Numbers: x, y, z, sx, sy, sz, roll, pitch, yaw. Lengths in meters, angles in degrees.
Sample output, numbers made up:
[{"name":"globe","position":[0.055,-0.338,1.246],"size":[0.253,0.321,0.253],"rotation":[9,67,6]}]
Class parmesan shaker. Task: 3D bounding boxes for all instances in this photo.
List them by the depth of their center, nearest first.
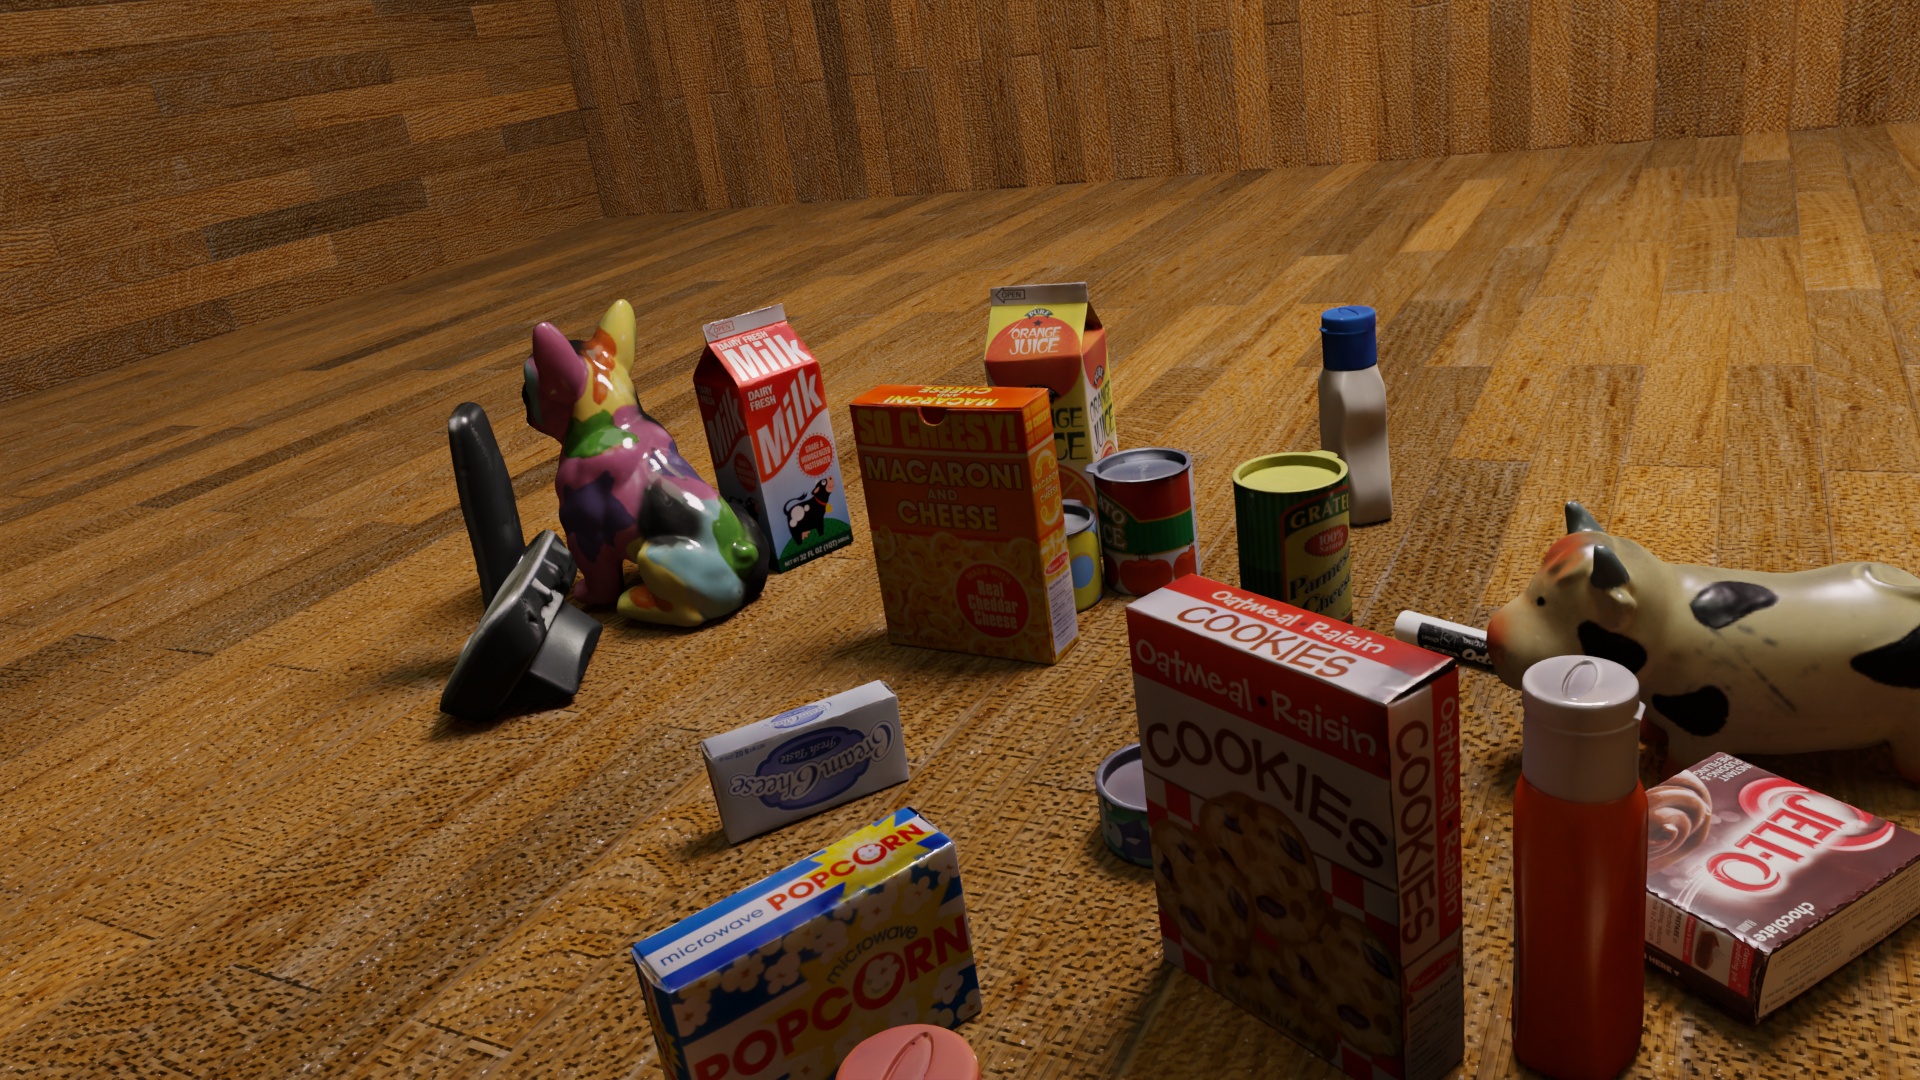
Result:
[{"name":"parmesan shaker","position":[0.201,0.005,0.830],"size":[0.071,0.102,0.071],"rotation":[-8,21,3]}]

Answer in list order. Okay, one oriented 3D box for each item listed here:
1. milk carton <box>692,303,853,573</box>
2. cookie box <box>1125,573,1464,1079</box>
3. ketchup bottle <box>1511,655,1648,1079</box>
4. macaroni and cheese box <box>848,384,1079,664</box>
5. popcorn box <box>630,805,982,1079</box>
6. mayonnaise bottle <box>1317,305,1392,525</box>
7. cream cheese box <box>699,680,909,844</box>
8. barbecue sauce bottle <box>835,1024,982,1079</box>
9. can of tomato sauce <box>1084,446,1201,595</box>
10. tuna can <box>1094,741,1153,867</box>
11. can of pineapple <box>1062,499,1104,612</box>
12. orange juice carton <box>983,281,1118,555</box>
[{"name":"milk carton","position":[-0.146,-0.080,1.059],"size":[0.072,0.189,0.073],"rotation":[-24,26,-34]},{"name":"cookie box","position":[0.124,0.106,0.520],"size":[0.040,0.166,0.123],"rotation":[-22,25,-31]},{"name":"ketchup bottle","position":[0.218,0.114,0.490],"size":[0.043,0.148,0.065],"rotation":[6,25,33]},{"name":"macaroni and cheese box","position":[0.003,-0.011,0.861],"size":[0.123,0.165,0.040],"rotation":[4,25,31]},{"name":"popcorn box","position":[-0.056,0.171,0.540],"size":[0.127,0.085,0.038],"rotation":[-22,25,-30]},{"name":"mayonnaise bottle","position":[0.276,-0.089,0.976],"size":[0.041,0.147,0.065],"rotation":[-10,21,-4]},{"name":"cream cheese box","position":[-0.080,0.116,0.730],"size":[0.104,0.053,0.024],"rotation":[-17,23,-21]},{"name":"barbecue sauce bottle","position":[-0.004,0.198,0.366],"size":[0.043,0.148,0.065],"rotation":[0,23,23]},{"name":"can of tomato sauce","position":[0.124,-0.013,0.933],"size":[0.071,0.082,0.071],"rotation":[-8,21,3]},{"name":"tuna can","position":[0.101,0.125,0.664],"size":[0.071,0.032,0.071],"rotation":[-8,21,3]},{"name":"can of pineapple","position":[0.062,0.012,0.930],"size":[0.071,0.057,0.071],"rotation":[-8,21,3]},{"name":"orange juice carton","position":[0.067,-0.090,0.999],"size":[0.072,0.192,0.073],"rotation":[-1,23,20]}]
